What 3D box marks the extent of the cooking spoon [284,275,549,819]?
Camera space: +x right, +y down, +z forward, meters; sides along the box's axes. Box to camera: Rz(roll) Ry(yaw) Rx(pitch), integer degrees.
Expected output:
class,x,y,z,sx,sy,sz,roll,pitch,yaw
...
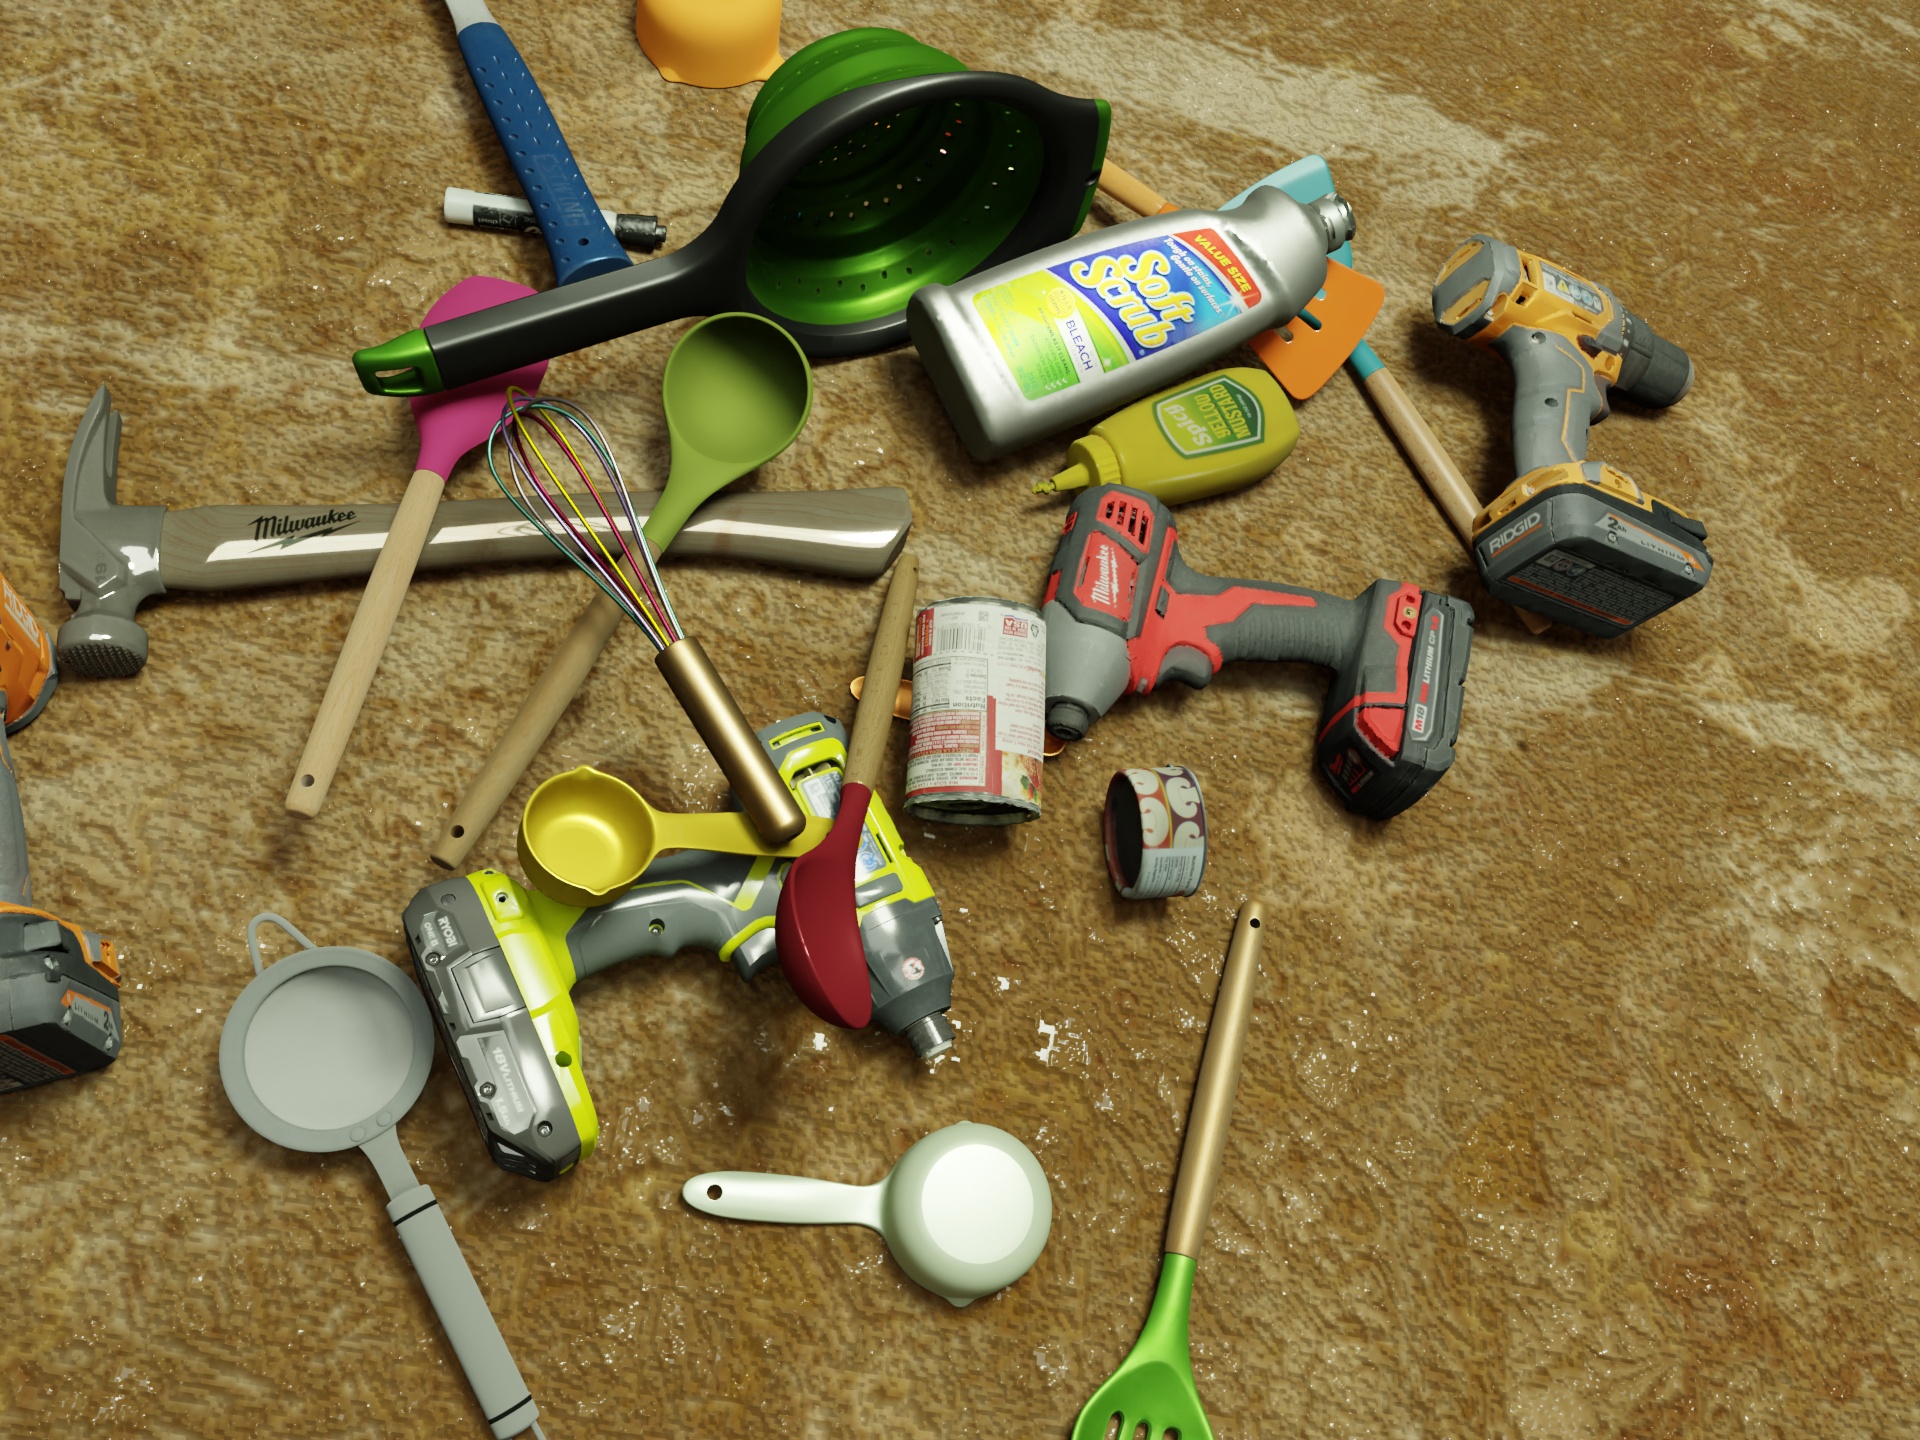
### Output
class,x,y,z,sx,sy,sz,roll,pitch,yaw
cooking spoon,-0.264,-0.097,0.768,0.068,0.017,0.319,13,61,-6

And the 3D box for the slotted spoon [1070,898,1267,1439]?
class,x,y,z,sx,sy,sz,roll,pitch,yaw
slotted spoon,0.111,0.227,0.747,0.070,0.031,0.314,19,63,-4

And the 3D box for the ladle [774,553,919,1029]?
class,x,y,z,sx,sy,sz,roll,pitch,yaw
ladle,-0.044,0.015,0.740,0.031,0.069,0.316,-16,36,20

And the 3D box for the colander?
class,x,y,z,sx,sy,sz,roll,pitch,yaw
colander,-0.121,-0.262,0.816,0.397,0.204,0.095,-21,72,-14

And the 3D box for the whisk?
class,x,y,z,sx,sy,sz,roll,pitch,yaw
whisk,-0.141,-0.050,0.711,0.051,0.047,0.245,-29,80,-20

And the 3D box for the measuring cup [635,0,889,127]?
class,x,y,z,sx,sy,sz,roll,pitch,yaw
measuring cup,-0.115,-0.413,0.957,0.173,0.052,0.095,29,64,3

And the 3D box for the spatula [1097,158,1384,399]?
class,x,y,z,sx,sy,sz,roll,pitch,yaw
spatula,0.105,-0.317,0.966,0.323,0.041,0.081,39,100,16

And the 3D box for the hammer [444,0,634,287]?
class,x,y,z,sx,sy,sz,roll,pitch,yaw
hammer,-0.274,-0.404,0.915,0.144,0.035,0.406,-20,69,-20

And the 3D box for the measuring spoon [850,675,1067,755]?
class,x,y,z,sx,sy,sz,roll,pitch,yaw
measuring spoon,-0.001,-0.003,0.831,0.117,0.011,0.021,15,76,-2

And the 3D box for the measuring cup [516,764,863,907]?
class,x,y,z,sx,sy,sz,roll,pitch,yaw
measuring cup,-0.117,0.055,0.700,0.156,0.029,0.062,5,56,-30

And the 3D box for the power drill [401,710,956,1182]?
class,x,y,z,sx,sy,sz,roll,pitch,yaw
power drill,-0.120,0.108,0.722,0.223,0.080,0.171,-22,72,-23

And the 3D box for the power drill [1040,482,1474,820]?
class,x,y,z,sx,sy,sz,roll,pitch,yaw
power drill,0.147,-0.031,0.840,0.219,0.078,0.143,18,64,-1

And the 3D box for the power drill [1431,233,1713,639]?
class,x,y,z,sx,sy,sz,roll,pitch,yaw
power drill,0.371,-0.164,0.932,0.185,0.084,0.226,16,59,-25

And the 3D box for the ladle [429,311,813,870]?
class,x,y,z,sx,sy,sz,roll,pitch,yaw
ladle,-0.161,-0.070,0.753,0.078,0.062,0.320,24,61,4

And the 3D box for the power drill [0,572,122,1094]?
class,x,y,z,sx,sy,sz,roll,pitch,yaw
power drill,-0.411,0.028,0.645,0.084,0.164,0.227,-12,72,-17

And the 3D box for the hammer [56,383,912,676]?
class,x,y,z,sx,sy,sz,roll,pitch,yaw
hammer,-0.229,-0.105,0.811,0.410,0.038,0.146,-4,67,-14

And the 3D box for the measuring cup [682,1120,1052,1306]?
class,x,y,z,sx,sy,sz,roll,pitch,yaw
measuring cup,-0.039,0.215,0.711,0.167,0.038,0.083,8,66,-11

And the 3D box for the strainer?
class,x,y,z,sx,sy,sz,roll,pitch,yaw
strainer,-0.238,0.199,0.676,0.087,0.050,0.258,-27,81,-14

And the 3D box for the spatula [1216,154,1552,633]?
class,x,y,z,sx,sy,sz,roll,pitch,yaw
spatula,0.260,-0.188,0.948,0.082,0.044,0.318,-30,77,3

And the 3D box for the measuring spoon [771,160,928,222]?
class,x,y,z,sx,sy,sz,roll,pitch,yaw
measuring spoon,-0.065,-0.322,0.953,0.128,0.021,0.042,-29,74,-31
